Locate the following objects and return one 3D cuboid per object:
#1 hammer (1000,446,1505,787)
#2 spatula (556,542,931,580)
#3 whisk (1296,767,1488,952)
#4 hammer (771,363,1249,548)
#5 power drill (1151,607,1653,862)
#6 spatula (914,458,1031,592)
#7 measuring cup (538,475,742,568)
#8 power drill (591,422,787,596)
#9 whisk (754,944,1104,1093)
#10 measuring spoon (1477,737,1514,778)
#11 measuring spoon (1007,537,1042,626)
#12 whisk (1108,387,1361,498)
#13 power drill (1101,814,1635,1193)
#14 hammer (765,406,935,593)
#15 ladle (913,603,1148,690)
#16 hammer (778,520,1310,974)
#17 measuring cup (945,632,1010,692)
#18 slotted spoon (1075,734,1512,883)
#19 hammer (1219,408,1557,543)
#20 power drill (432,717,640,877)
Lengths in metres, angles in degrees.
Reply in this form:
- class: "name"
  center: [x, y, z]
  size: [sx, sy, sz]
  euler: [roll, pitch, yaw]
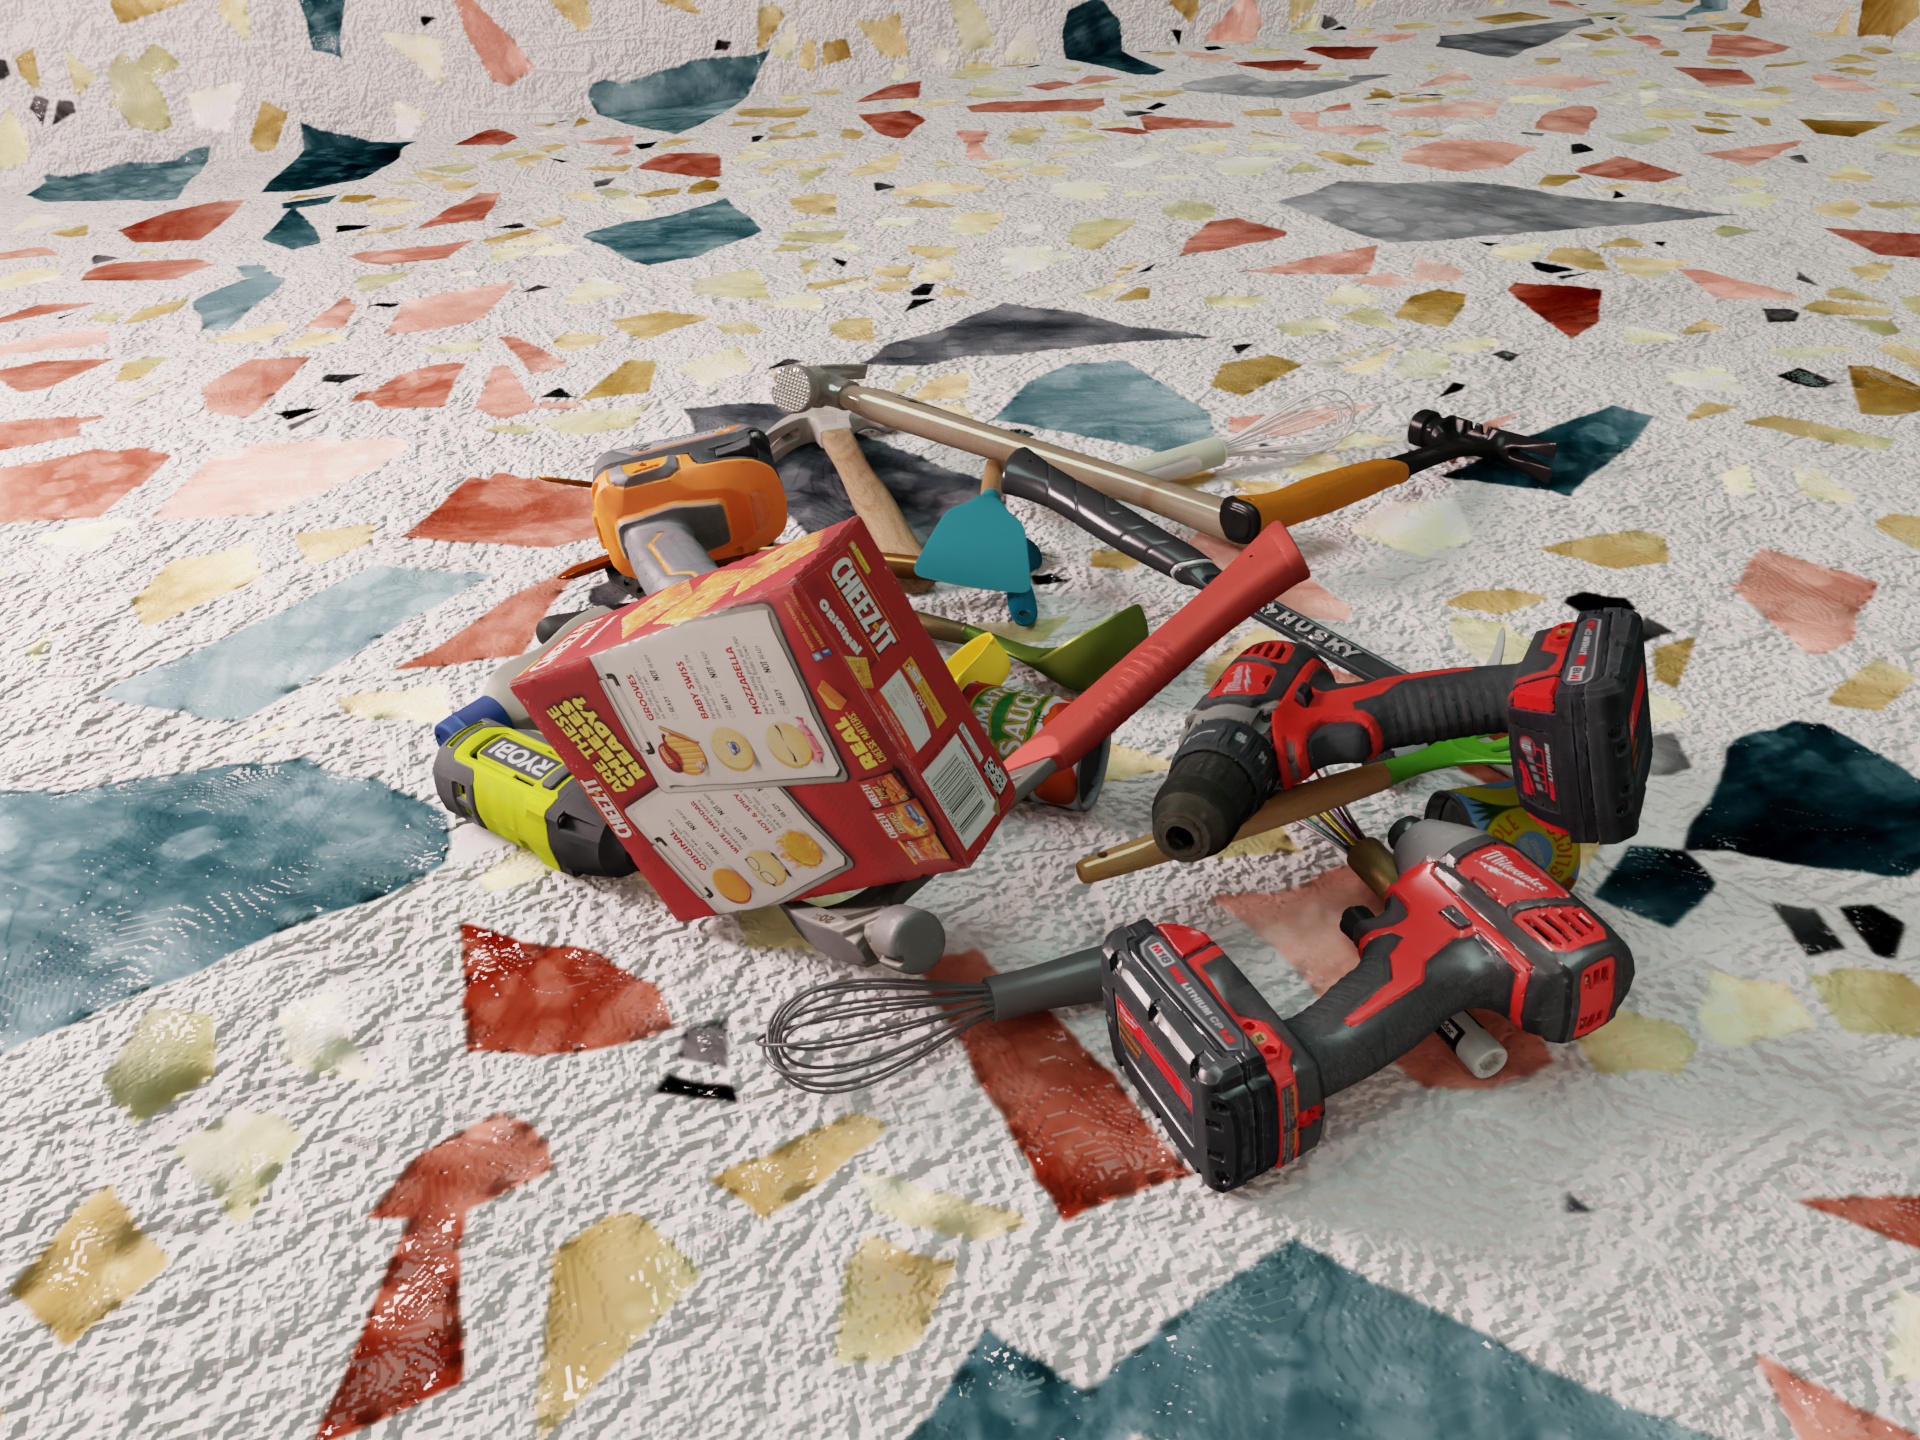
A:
- class: "hammer"
  center: [0.177, -0.097, 1.082]
  size: [0.149, 0.036, 0.409]
  euler: [-31, 49, -30]
- class: "spatula"
  center: [-0.121, -0.109, 1.137]
  size: [0.322, 0.041, 0.081]
  euler: [5, 11, -7]
- class: "whisk"
  center: [0.214, 0.061, 0.889]
  size: [0.051, 0.047, 0.245]
  euler: [-16, 39, -18]
- class: "hammer"
  center: [0.059, -0.213, 1.268]
  size: [0.411, 0.038, 0.146]
  euler: [21, 20, 16]
- class: "power drill"
  center: [0.214, 0.013, 0.791]
  size: [0.227, 0.080, 0.188]
  euler: [-2, 24, 30]
- class: "spatula"
  center: [0.021, -0.169, 1.239]
  size: [0.082, 0.044, 0.318]
  euler: [9, 21, 1]
- class: "measuring cup"
  center: [-0.229, -0.144, 1.181]
  size: [0.173, 0.052, 0.095]
  euler: [7, 4, -24]
- class: "power drill"
  center: [-0.143, -0.090, 0.972]
  size: [0.164, 0.084, 0.227]
  euler: [-13, 43, -6]
- class: "whisk"
  center: [0.016, 0.137, 0.784]
  size: [0.239, 0.055, 0.055]
  euler: [-10, 33, -17]
- class: "measuring spoon"
  center: [0.333, 0.022, 0.953]
  size: [0.034, 0.018, 0.124]
  euler: [-21, 36, -25]
- class: "measuring spoon"
  center: [0.043, -0.107, 1.175]
  size: [0.042, 0.021, 0.129]
  euler: [-4, 31, -1]
- class: "whisk"
  center: [0.223, -0.226, 1.323]
  size: [0.246, 0.057, 0.059]
  euler: [-18, 44, -13]
- class: "power drill"
  center: [0.184, 0.117, 0.748]
  size: [0.219, 0.078, 0.143]
  euler: [-20, 37, -15]
- class: "hammer"
  center: [-0.080, -0.190, 1.307]
  size: [0.130, 0.031, 0.332]
  euler: [-11, 34, -11]
- class: "ladle"
  center: [-0.017, -0.077, 1.107]
  size: [0.320, 0.062, 0.078]
  euler: [14, 23, 30]
- class: "hammer"
  center: [0.059, 0.005, 0.867]
  size: [0.359, 0.036, 0.149]
  euler: [-40, 22, -22]
- class: "measuring cup"
  center: [-0.002, -0.003, 0.993]
  size: [0.062, 0.029, 0.157]
  euler: [-35, 19, 27]
- class: "slotted spoon"
  center: [0.207, 0.036, 0.867]
  size: [0.313, 0.031, 0.070]
  euler: [-17, 29, -14]
- class: "hammer"
  center: [0.320, -0.184, 1.218]
  size: [0.337, 0.034, 0.127]
  euler: [-22, 36, -39]
- class: "power drill"
  center: [-0.184, 0.008, 0.977]
  size: [0.171, 0.080, 0.223]
  euler: [20, 43, 31]
